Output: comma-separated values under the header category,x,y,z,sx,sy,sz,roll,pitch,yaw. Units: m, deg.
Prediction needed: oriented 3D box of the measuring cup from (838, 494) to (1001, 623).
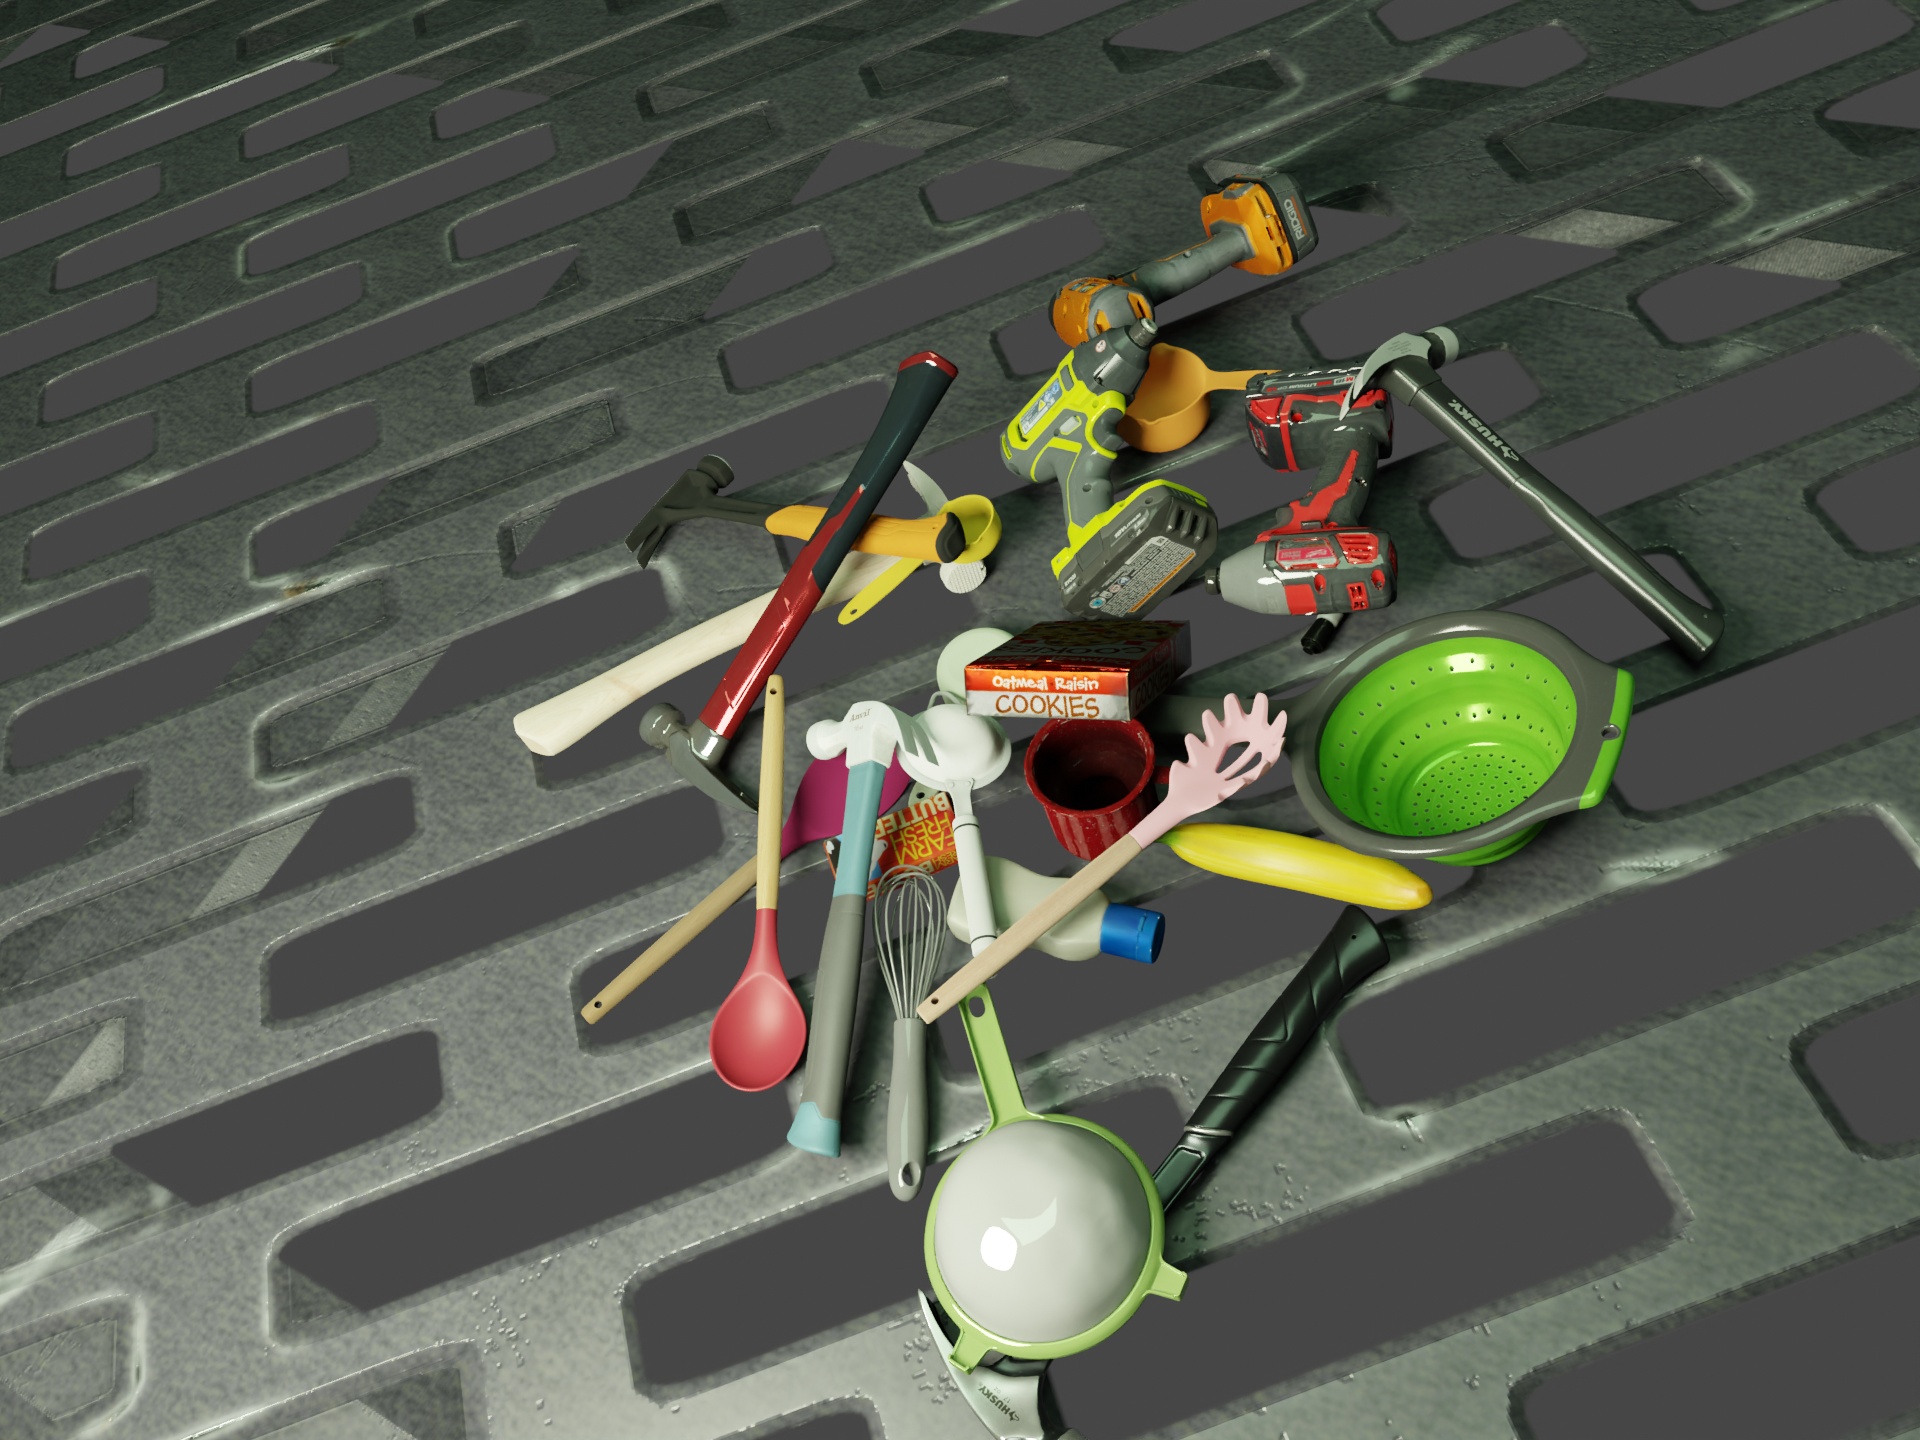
category,x,y,z,sx,sy,sz,roll,pitch,yaw
measuring cup,-0.032,-0.123,1.294,0.156,0.029,0.062,-38,46,3

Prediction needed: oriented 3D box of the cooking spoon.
category,x,y,z,sx,sy,sz,roll,pitch,yaw
cooking spoon,-0.161,0.117,1.210,0.319,0.017,0.069,-41,81,-13

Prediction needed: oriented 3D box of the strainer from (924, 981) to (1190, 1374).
category,x,y,z,sx,sy,sz,roll,pitch,yaw
strainer,0.031,0.259,0.990,0.151,0.069,0.257,-20,53,2

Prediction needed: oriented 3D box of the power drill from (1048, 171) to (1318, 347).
category,x,y,z,sx,sy,sz,roll,pitch,yaw
power drill,0.185,-0.403,1.422,0.226,0.084,0.164,-31,24,-5

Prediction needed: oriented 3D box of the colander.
category,x,y,z,sx,sy,sz,roll,pitch,yaw
colander,0.272,0.027,1.124,0.397,0.094,0.205,3,54,39

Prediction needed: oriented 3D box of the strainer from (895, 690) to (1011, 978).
category,x,y,z,sx,sy,sz,roll,pitch,yaw
strainer,0.004,0.068,1.140,0.087,0.050,0.259,-4,54,-7

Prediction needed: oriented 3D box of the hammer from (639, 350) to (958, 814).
category,x,y,z,sx,sy,sz,roll,pitch,yaw
hammer,-0.105,-0.111,1.248,0.143,0.038,0.386,35,96,29

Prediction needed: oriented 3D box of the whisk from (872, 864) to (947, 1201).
category,x,y,z,sx,sy,sz,roll,pitch,yaw
whisk,-0.037,0.210,1.098,0.055,0.055,0.239,-7,59,11

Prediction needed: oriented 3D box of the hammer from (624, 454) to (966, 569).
category,x,y,z,sx,sy,sz,roll,pitch,yaw
hammer,-0.137,-0.163,1.340,0.337,0.034,0.127,13,54,38

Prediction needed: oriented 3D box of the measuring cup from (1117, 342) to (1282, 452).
category,x,y,z,sx,sy,sz,roll,pitch,yaw
measuring cup,0.212,-0.272,1.357,0.173,0.052,0.095,1,57,14

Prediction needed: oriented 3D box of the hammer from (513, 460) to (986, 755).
category,x,y,z,sx,sy,sz,roll,pitch,yaw
hammer,-0.189,-0.087,1.350,0.410,0.038,0.146,-26,52,-3

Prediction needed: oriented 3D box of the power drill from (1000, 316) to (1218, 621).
category,x,y,z,sx,sy,sz,roll,pitch,yaw
power drill,0.120,-0.204,1.278,0.171,0.080,0.223,-44,47,36

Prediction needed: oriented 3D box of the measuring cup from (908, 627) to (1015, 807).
category,x,y,z,sx,sy,sz,roll,pitch,yaw
measuring cup,-0.002,-0.004,1.238,0.083,0.038,0.168,17,60,25

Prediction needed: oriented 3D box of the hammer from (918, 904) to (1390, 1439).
category,x,y,z,sx,sy,sz,roll,pitch,yaw
hammer,0.141,0.275,1.011,0.149,0.036,0.409,31,69,32

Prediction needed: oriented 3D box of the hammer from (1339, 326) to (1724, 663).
category,x,y,z,sx,sy,sz,roll,pitch,yaw
hammer,0.426,-0.167,1.179,0.146,0.035,0.335,-26,66,-36

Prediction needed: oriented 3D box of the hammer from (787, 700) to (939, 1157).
category,x,y,z,sx,sy,sz,roll,pitch,yaw
hammer,-0.081,0.139,1.120,0.128,0.033,0.331,-19,56,44

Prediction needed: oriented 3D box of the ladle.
category,x,y,z,sx,sy,sz,roll,pitch,yaw
ladle,-0.142,0.114,1.166,0.069,0.031,0.316,-1,69,3

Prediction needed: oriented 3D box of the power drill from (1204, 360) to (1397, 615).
category,x,y,z,sx,sy,sz,roll,pitch,yaw
power drill,0.270,-0.175,1.246,0.143,0.078,0.220,-3,53,21

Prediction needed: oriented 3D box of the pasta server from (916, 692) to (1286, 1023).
category,x,y,z,sx,sy,sz,roll,pitch,yaw
pasta server,0.095,0.095,1.067,0.316,0.040,0.060,-38,55,-8
